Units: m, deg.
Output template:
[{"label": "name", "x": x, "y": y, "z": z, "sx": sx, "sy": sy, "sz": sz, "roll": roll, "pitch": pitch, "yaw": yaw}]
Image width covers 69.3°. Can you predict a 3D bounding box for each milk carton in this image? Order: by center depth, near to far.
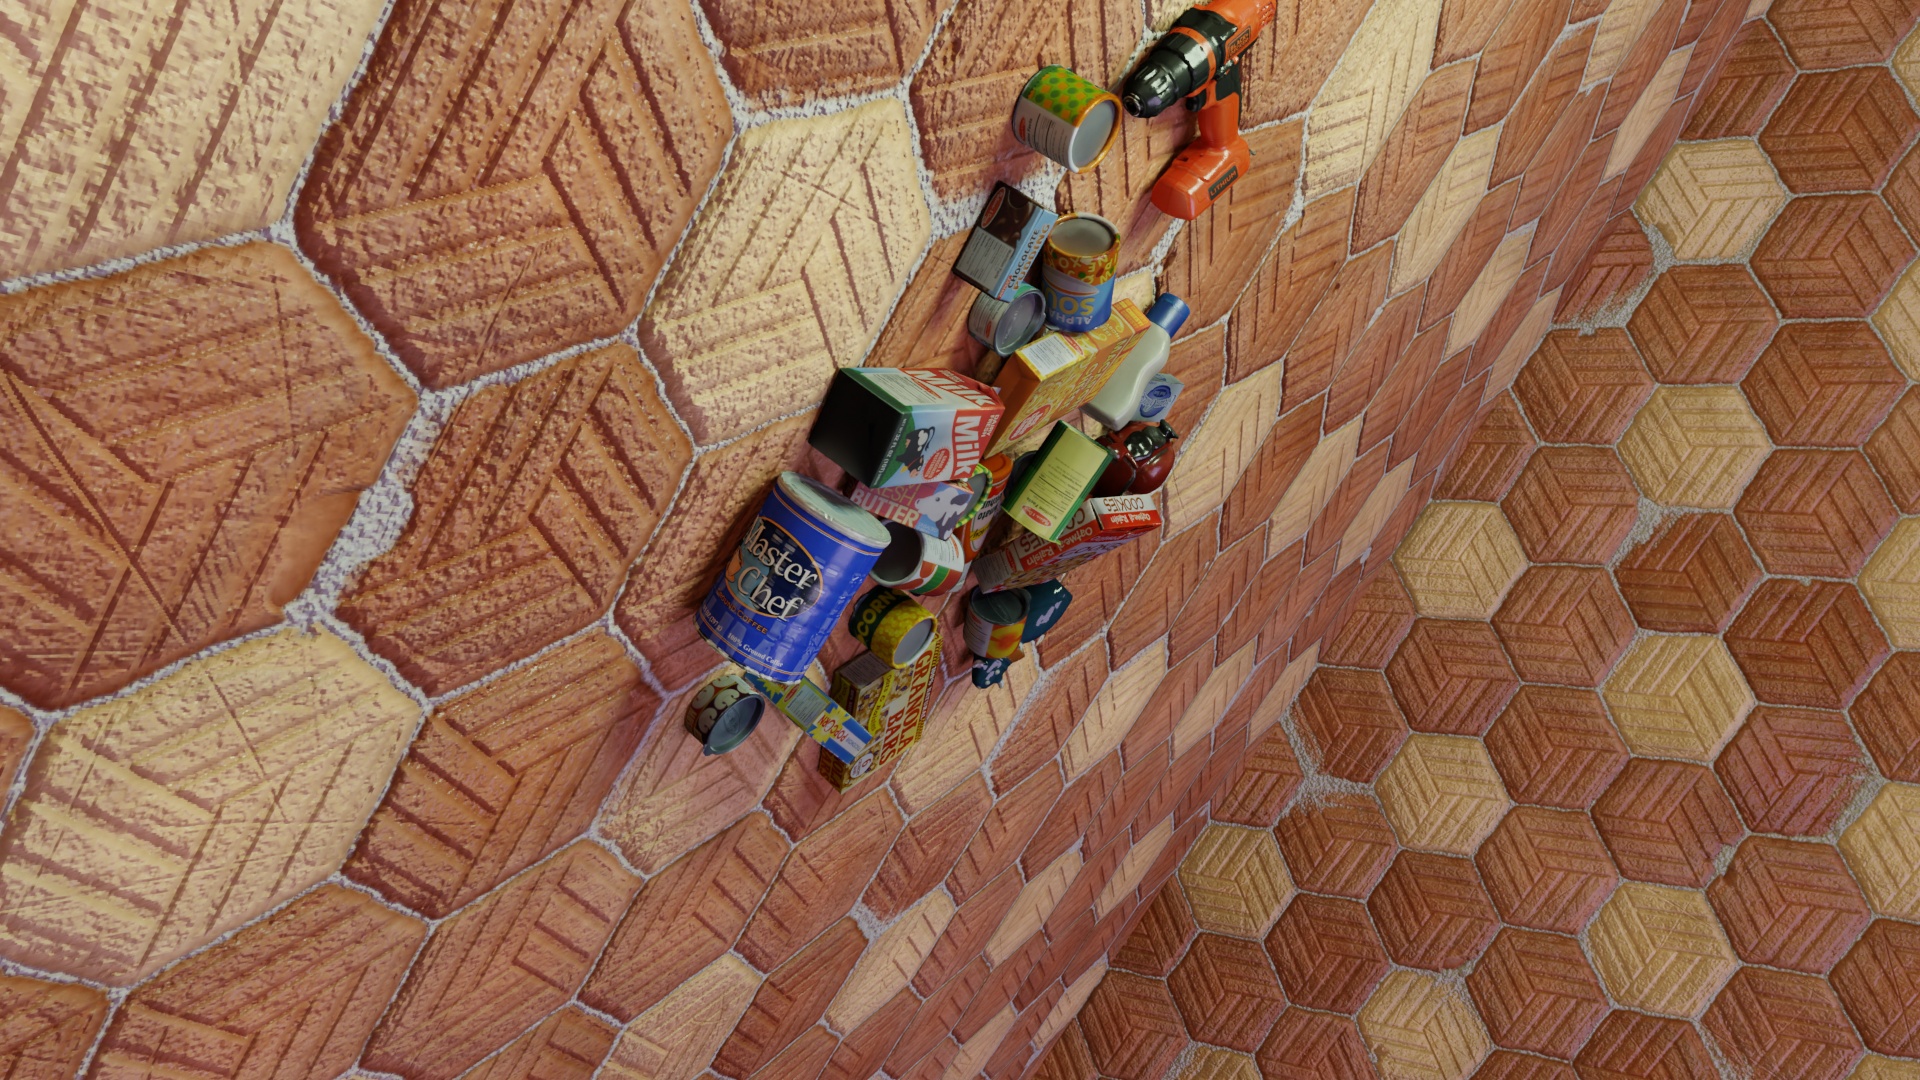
[{"label": "milk carton", "x": -0.031, "y": -0.097, "z": 1.162, "sx": 0.191, "sy": 0.073, "sz": 0.072, "roll": -11, "pitch": 132, "yaw": -55}]

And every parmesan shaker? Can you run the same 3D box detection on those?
[{"label": "parmesan shaker", "x": 0.097, "y": -0.057, "z": 1.354, "sx": 0.103, "sy": 0.071, "sz": 0.071, "roll": -56, "pitch": 155, "yaw": 9}]

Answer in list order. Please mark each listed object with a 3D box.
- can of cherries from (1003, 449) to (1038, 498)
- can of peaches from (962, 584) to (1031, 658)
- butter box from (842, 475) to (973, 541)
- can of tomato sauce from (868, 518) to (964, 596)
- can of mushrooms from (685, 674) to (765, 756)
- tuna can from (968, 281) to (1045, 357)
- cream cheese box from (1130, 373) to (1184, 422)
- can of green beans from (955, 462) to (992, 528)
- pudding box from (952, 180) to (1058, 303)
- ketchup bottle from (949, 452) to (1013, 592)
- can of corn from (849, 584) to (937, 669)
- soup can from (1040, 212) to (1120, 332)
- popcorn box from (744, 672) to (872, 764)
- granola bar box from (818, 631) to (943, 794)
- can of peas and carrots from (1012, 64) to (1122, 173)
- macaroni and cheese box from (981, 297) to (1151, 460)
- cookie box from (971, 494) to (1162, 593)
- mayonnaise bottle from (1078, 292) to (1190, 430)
[{"label": "can of cherries", "x": 0.087, "y": -0.056, "z": 1.427, "sx": 0.071, "sy": 0.071, "sz": 0.058, "roll": -59, "pitch": 155, "yaw": 12}, {"label": "can of peaches", "x": 0.040, "y": 0.087, "z": 1.523, "sx": 0.071, "sy": 0.071, "sz": 0.057, "roll": -32, "pitch": 148, "yaw": -37}, {"label": "butter box", "x": -0.045, "y": -0.041, "z": 1.200, "sx": 0.103, "sy": 0.024, "sz": 0.053, "roll": 21, "pitch": 109, "yaw": -23}, {"label": "can of tomato sauce", "x": -0.045, "y": 0.016, "z": 1.293, "sx": 0.071, "sy": 0.071, "sz": 0.083, "roll": -57, "pitch": 154, "yaw": 8}, {"label": "can of mushrooms", "x": -0.210, "y": 0.155, "z": 1.226, "sx": 0.071, "sy": 0.033, "sz": 0.070, "roll": -40, "pitch": 152, "yaw": -26}, {"label": "tuna can", "x": 0.042, "y": -0.196, "z": 1.206, "sx": 0.071, "sy": 0.033, "sz": 0.070, "roll": -39, "pitch": 152, "yaw": -26}, {"label": "cream cheese box", "x": 0.208, "y": -0.160, "z": 1.545, "sx": 0.104, "sy": 0.024, "sz": 0.053, "roll": -6, "pitch": 129, "yaw": -57}, {"label": "can of green beans", "x": -0.013, "y": -0.052, "z": 1.267, "sx": 0.071, "sy": 0.058, "sz": 0.071, "roll": -40, "pitch": 152, "yaw": -26}, {"label": "pudding box", "x": 0.036, "y": -0.240, "z": 1.121, "sx": 0.030, "sy": 0.050, "sz": 0.083, "roll": -2, "pitch": 125, "yaw": -60}, {"label": "ketchup bottle", "x": 0.005, "y": -0.017, "z": 1.360, "sx": 0.065, "sy": 0.043, "sz": 0.148, "roll": -32, "pitch": 149, "yaw": -50}, {"label": "can of corn", "x": -0.066, "y": 0.083, "z": 1.349, "sx": 0.071, "sy": 0.058, "sz": 0.070, "roll": -40, "pitch": 152, "yaw": -27}, {"label": "soup can", "x": 0.102, "y": -0.234, "z": 1.221, "sx": 0.071, "sy": 0.071, "sz": 0.083, "roll": -38, "pitch": 150, "yaw": -28}, {"label": "popcorn box", "x": -0.139, "y": 0.154, "z": 1.284, "sx": 0.038, "sy": 0.085, "sz": 0.126, "roll": -48, "pitch": 155, "yaw": -8}, {"label": "granola bar box", "x": -0.084, "y": 0.174, "z": 1.457, "sx": 0.125, "sy": 0.039, "sz": 0.164, "roll": -30, "pitch": 146, "yaw": -39}, {"label": "can of peas and carrots", "x": 0.086, "y": -0.329, "z": 1.081, "sx": 0.071, "sy": 0.059, "sz": 0.070, "roll": -40, "pitch": 152, "yaw": -26}, {"label": "macaroni and cheese box", "x": 0.089, "y": -0.153, "z": 1.296, "sx": 0.167, "sy": 0.040, "sz": 0.123, "roll": -31, "pitch": 166, "yaw": -39}, {"label": "cookie box", "x": 0.113, "y": 0.004, "z": 1.468, "sx": 0.167, "sy": 0.040, "sz": 0.123, "roll": -29, "pitch": 167, "yaw": 35}, {"label": "mayonnaise bottle", "x": 0.179, "y": -0.186, "z": 1.422, "sx": 0.148, "sy": 0.065, "sz": 0.041, "roll": -53, "pitch": 158, "yaw": -9}]
